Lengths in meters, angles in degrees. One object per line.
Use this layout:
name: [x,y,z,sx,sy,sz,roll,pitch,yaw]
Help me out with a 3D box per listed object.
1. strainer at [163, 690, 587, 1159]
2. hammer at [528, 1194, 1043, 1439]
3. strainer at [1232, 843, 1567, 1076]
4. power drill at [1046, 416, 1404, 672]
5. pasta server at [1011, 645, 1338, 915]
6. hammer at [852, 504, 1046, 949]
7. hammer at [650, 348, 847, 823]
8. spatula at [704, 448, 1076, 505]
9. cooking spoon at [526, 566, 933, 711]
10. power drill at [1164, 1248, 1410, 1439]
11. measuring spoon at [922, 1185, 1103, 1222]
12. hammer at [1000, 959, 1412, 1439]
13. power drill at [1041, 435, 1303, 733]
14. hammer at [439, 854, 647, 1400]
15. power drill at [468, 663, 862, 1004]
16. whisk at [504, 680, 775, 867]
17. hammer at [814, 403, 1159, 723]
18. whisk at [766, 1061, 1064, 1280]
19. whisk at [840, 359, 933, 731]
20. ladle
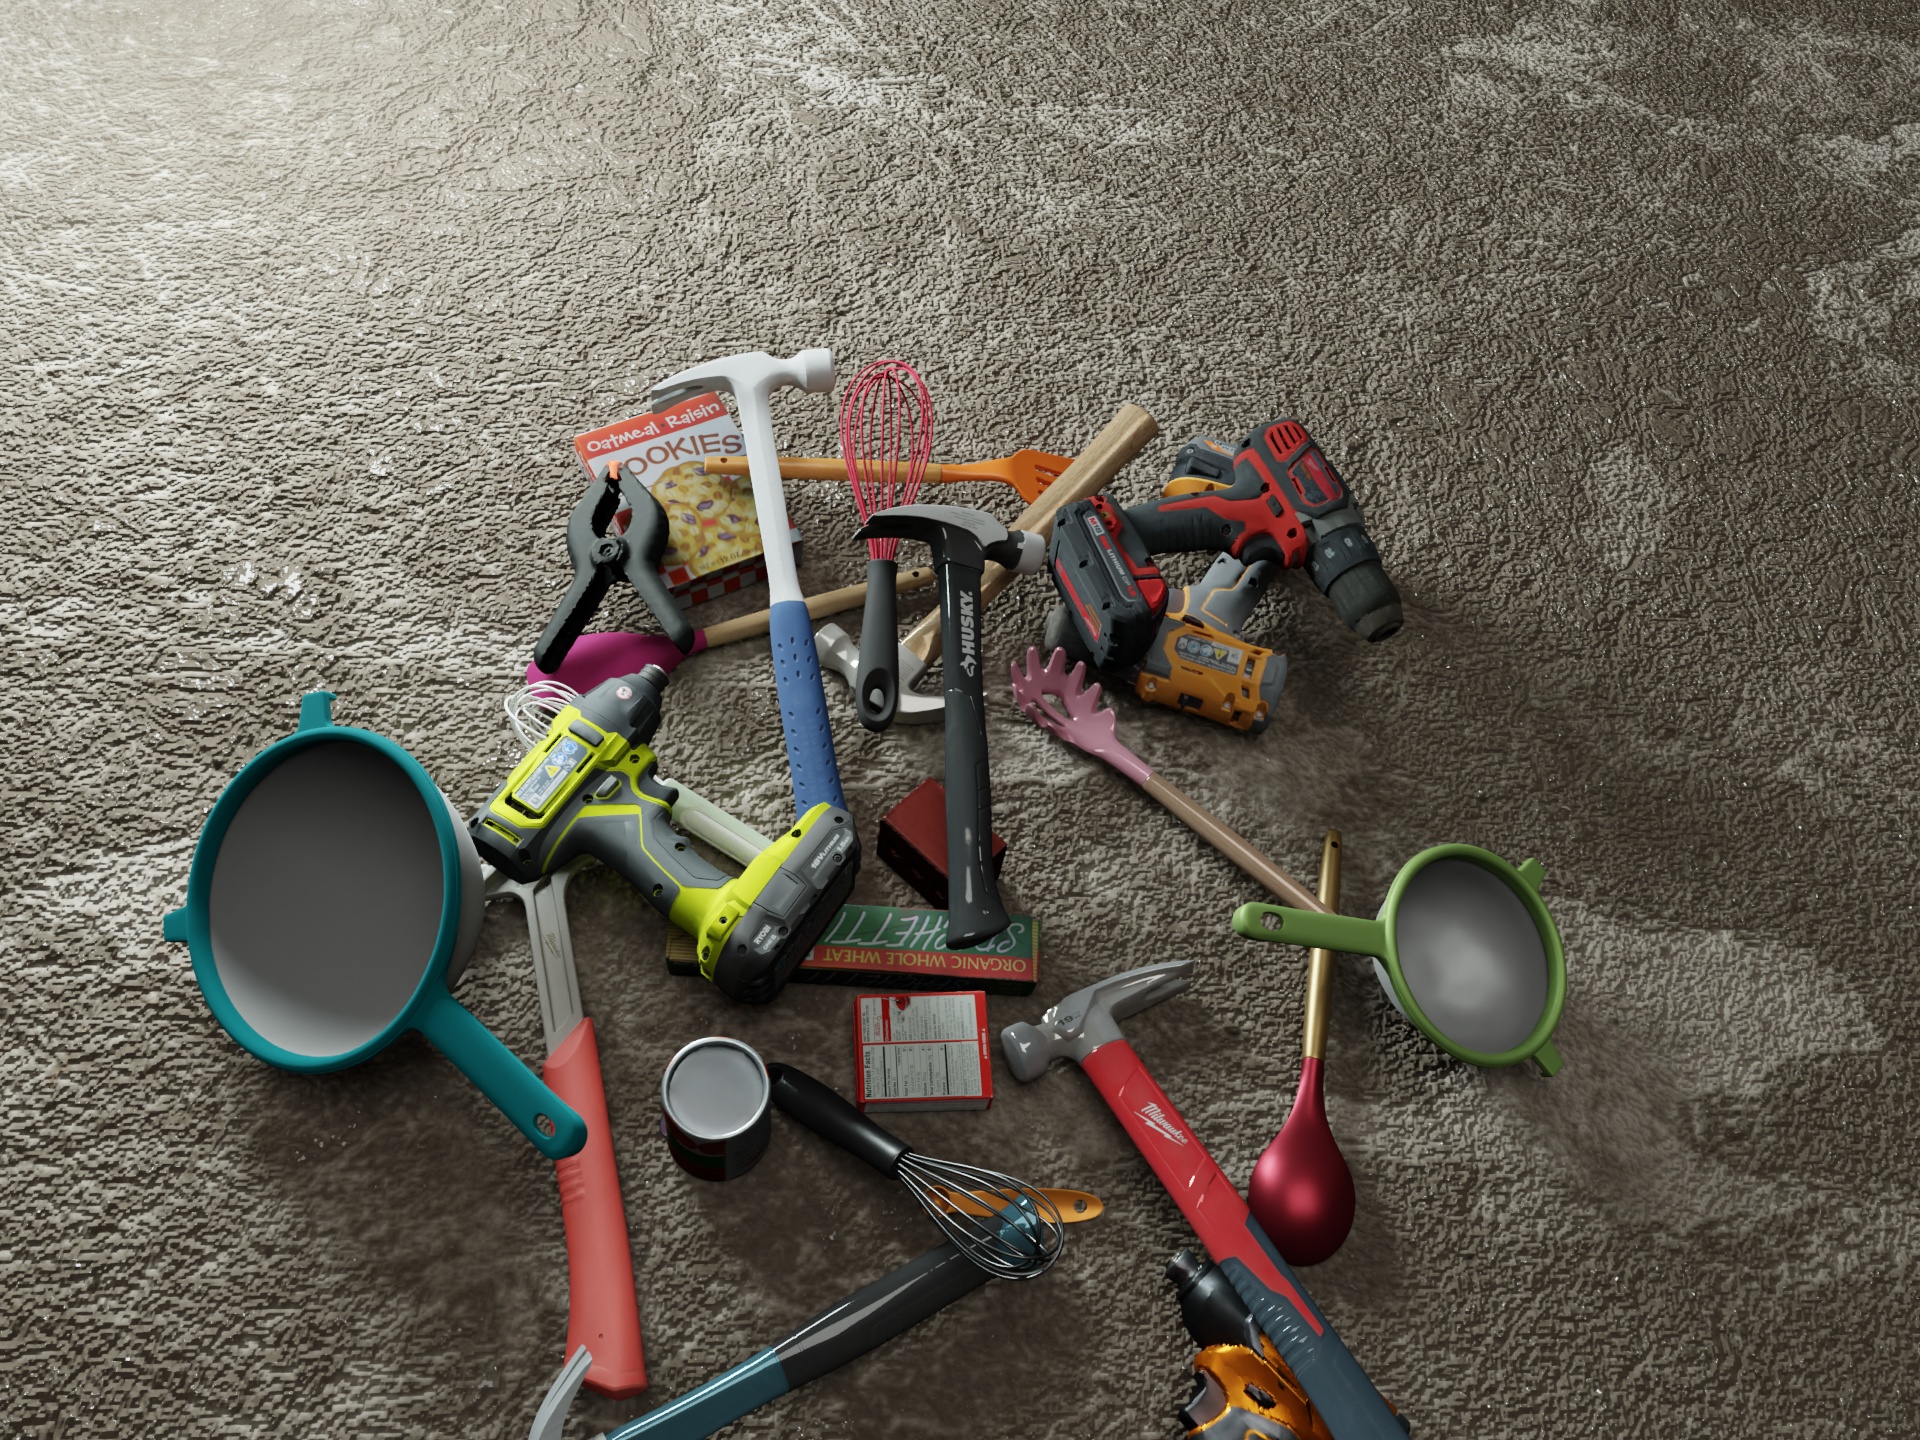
strainer: [-0.329,0.149,0.984,0.340,0.095,0.211,37,96,21]
hammer: [-0.092,0.369,0.920,0.331,0.033,0.128,-22,91,-24]
strainer: [0.285,0.156,1.069,0.256,0.069,0.152,10,67,-19]
power drill: [0.196,-0.112,1.163,0.226,0.080,0.188,-21,67,-12]
pasta server: [0.158,0.055,1.147,0.316,0.040,0.060,39,59,21]
hammer: [-0.002,-0.004,1.096,0.146,0.035,0.335,12,60,-26]
hammer: [-0.135,-0.094,1.173,0.144,0.035,0.406,-8,70,-11]
spatula: [-0.042,-0.192,1.271,0.322,0.041,0.081,1,60,-11]
cooking spoon: [-0.169,-0.070,1.208,0.319,0.017,0.069,-17,63,-16]
power drill: [0.128,0.421,0.905,0.226,0.084,0.164,-35,67,-29]
measuring spoon: [0.033,0.305,1.005,0.117,0.011,0.021,4,81,-7]
hammer: [0.176,0.302,0.944,0.143,0.038,0.387,-19,45,-19]
power drill: [0.177,-0.112,1.243,0.185,0.084,0.226,17,62,6]
hammer: [-0.233,0.236,1.001,0.149,0.036,0.359,-11,60,-13]
power drill: [-0.183,0.069,1.045,0.223,0.080,0.171,30,63,11]
whisk: [-0.216,0.047,1.116,0.246,0.057,0.059,31,17,8]
hammer: [0.041,-0.126,1.229,0.130,0.031,0.331,39,73,14]
whisk: [-0.036,0.266,0.967,0.239,0.055,0.055,24,56,33]
whisk: [-0.058,-0.134,1.187,0.073,0.073,0.296,3,74,-5]
ladle: [0.243,0.209,1.081,0.069,0.031,0.316,13,56,2]
